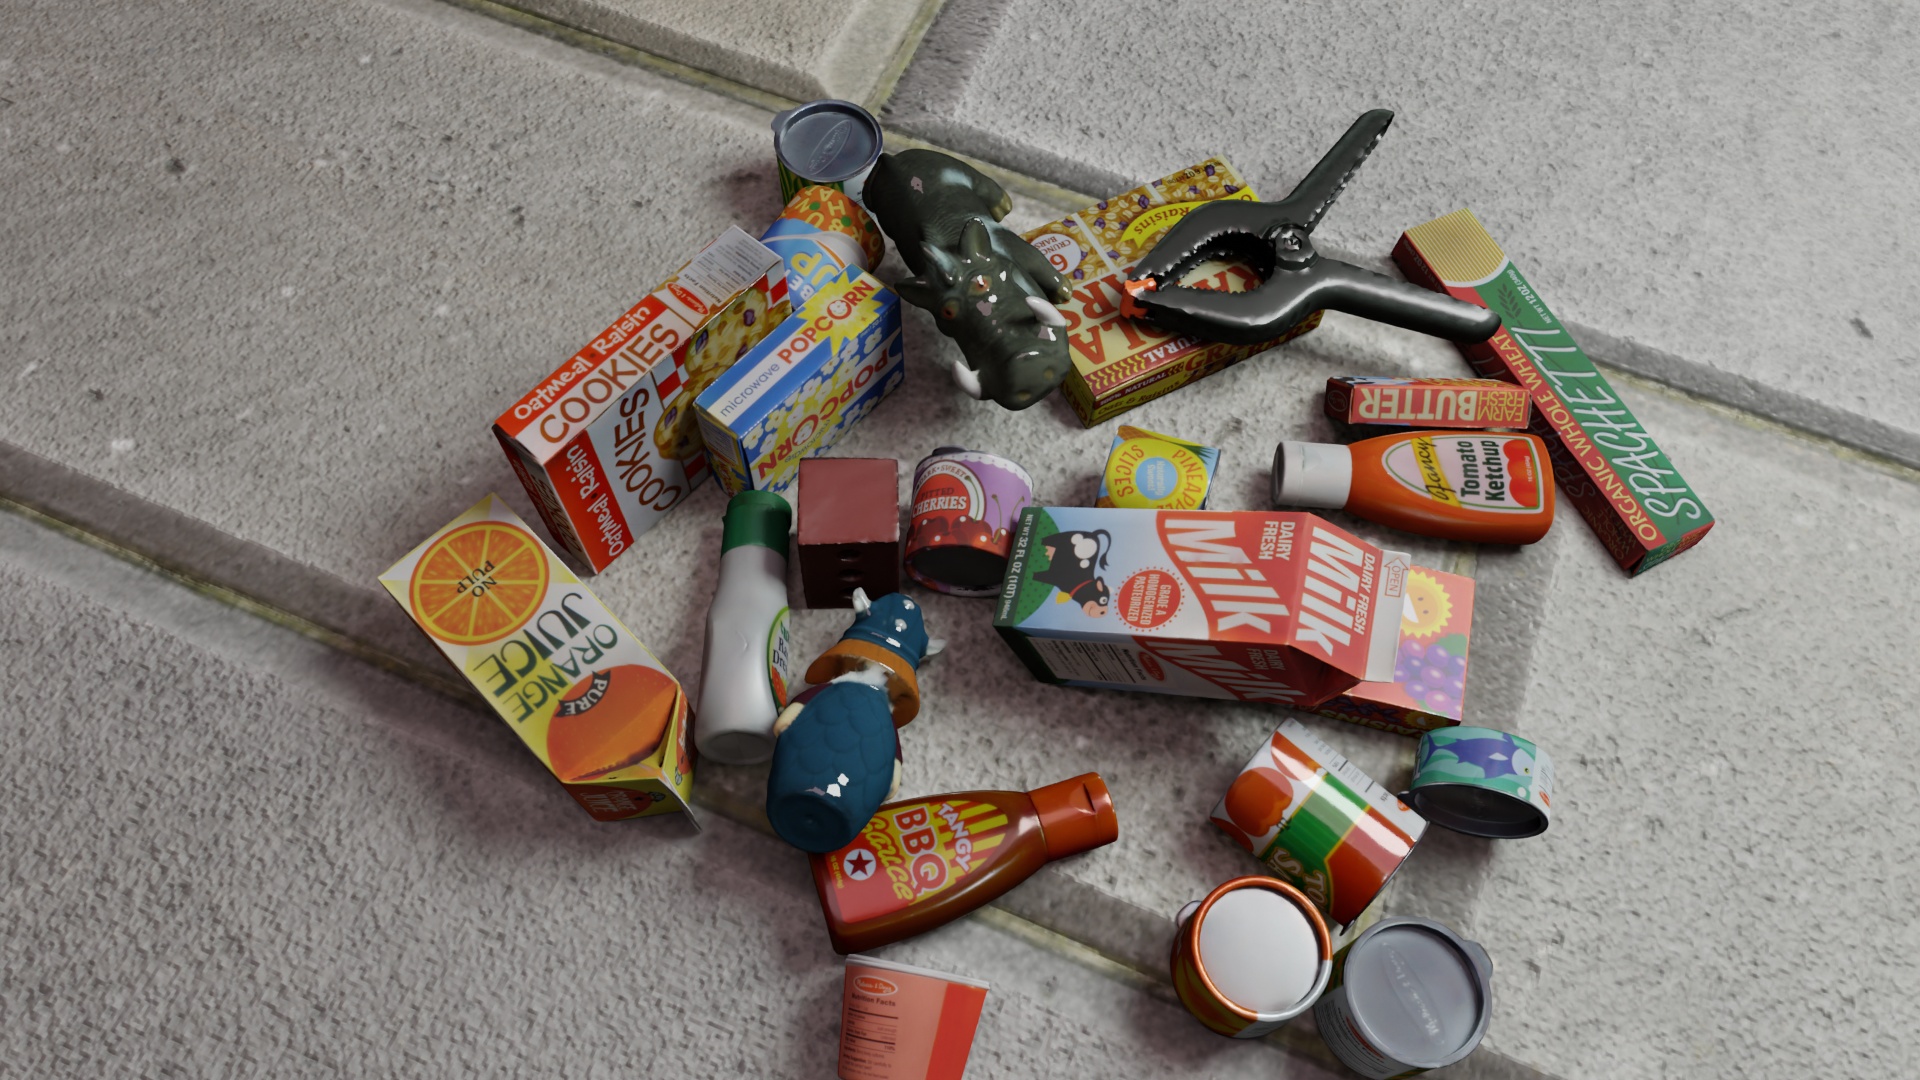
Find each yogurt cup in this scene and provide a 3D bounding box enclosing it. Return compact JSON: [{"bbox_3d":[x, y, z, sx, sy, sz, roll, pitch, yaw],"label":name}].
[{"bbox_3d":[-0.024,0.222,0.634,0.072,0.072,0.054,10,71,4],"label":"yogurt cup"}]

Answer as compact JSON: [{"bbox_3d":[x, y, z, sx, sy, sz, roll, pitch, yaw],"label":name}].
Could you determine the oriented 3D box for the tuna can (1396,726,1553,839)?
[{"bbox_3d":[0.257,0.120,0.692,0.071,0.070,0.033,16,63,7],"label":"tuna can"}]

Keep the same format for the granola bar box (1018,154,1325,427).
[{"bbox_3d":[0.120,-0.155,0.845,0.166,0.039,0.124,-24,66,-13],"label":"granola bar box"}]

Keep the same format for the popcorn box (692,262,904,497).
[{"bbox_3d":[-0.087,-0.084,0.777,0.038,0.085,0.127,38,68,18],"label":"popcorn box"}]

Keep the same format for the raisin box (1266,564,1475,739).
[{"bbox_3d":[0.205,0.051,0.741,0.123,0.040,0.086,13,63,6],"label":"raisin box"}]

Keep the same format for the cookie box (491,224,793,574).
[{"bbox_3d":[-0.161,-0.073,0.748,0.040,0.122,0.168,38,68,17],"label":"cookie box"}]

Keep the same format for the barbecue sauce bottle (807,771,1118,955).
[{"bbox_3d":[0.002,0.151,0.681,0.149,0.043,0.065,-15,55,-9],"label":"barbecue sauce bottle"}]

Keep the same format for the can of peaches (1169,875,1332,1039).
[{"bbox_3d":[0.134,0.195,0.654,0.071,0.057,0.071,1,63,-1],"label":"can of peaches"}]

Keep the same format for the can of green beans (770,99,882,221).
[{"bbox_3d":[-0.081,-0.231,0.868,0.071,0.057,0.071,1,63,-1],"label":"can of green beans"}]

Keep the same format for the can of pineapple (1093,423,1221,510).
[{"bbox_3d":[0.106,-0.026,0.761,0.058,0.070,0.071,16,64,7],"label":"can of pineapple"}]

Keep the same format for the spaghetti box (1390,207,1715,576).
[{"bbox_3d":[0.347,-0.095,0.826,0.050,0.028,0.251,-22,65,-11],"label":"spaghetti box"}]

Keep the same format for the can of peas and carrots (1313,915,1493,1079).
[{"bbox_3d":[0.206,0.213,0.646,0.071,0.058,0.071,1,63,-2],"label":"can of peas and carrots"}]

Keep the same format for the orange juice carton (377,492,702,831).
[{"bbox_3d":[-0.198,0.072,0.701,0.193,0.071,0.073,42,70,18],"label":"orange juice carton"}]

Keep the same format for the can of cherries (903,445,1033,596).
[{"bbox_3d":[0.003,-0.009,0.749,0.071,0.071,0.058,6,64,2],"label":"can of cherries"}]

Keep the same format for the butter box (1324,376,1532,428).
[{"bbox_3d":[0.269,-0.080,0.803,0.103,0.053,0.024,1,102,-1],"label":"butter box"}]

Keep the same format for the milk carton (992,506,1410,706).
[{"bbox_3d":[0.121,0.032,0.691,0.190,0.073,0.072,3,61,27],"label":"milk carton"}]

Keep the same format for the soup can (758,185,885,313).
[{"bbox_3d":[-0.091,-0.159,0.825,0.071,0.071,0.084,27,65,12],"label":"soup can"}]

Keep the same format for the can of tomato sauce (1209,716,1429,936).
[{"bbox_3d":[0.173,0.139,0.680,0.083,0.071,0.071,38,68,17],"label":"can of tomato sauce"}]

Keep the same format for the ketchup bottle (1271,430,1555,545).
[{"bbox_3d":[0.253,-0.033,0.784,0.149,0.043,0.065,4,62,1],"label":"ketchup bottle"}]

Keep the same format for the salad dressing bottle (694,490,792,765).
[{"bbox_3d":[-0.110,0.042,0.727,0.044,0.064,0.148,-2,55,0],"label":"salad dressing bottle"}]
